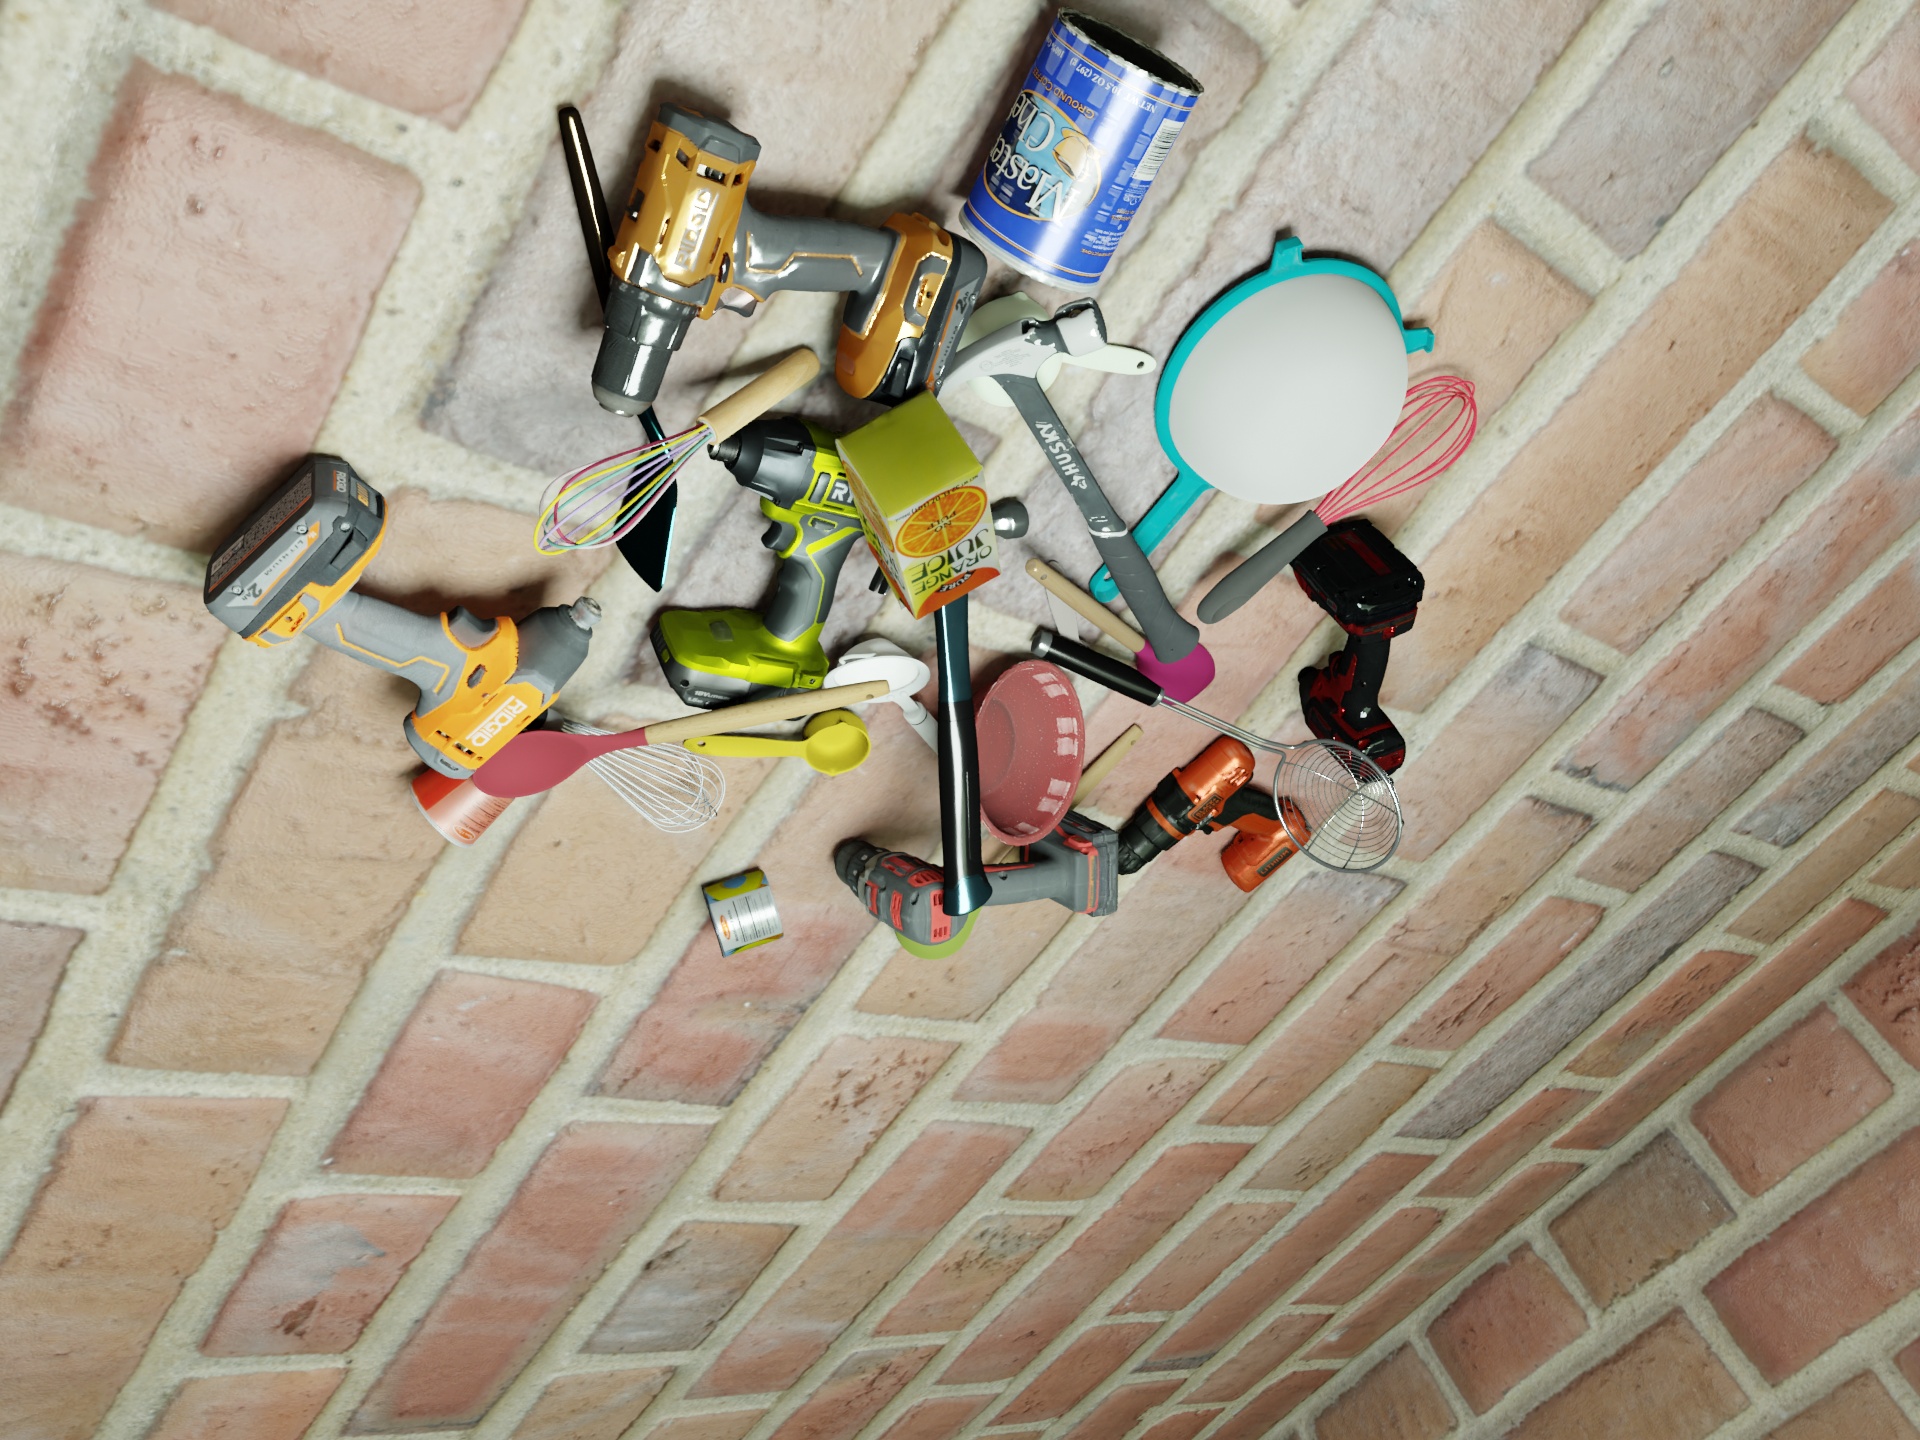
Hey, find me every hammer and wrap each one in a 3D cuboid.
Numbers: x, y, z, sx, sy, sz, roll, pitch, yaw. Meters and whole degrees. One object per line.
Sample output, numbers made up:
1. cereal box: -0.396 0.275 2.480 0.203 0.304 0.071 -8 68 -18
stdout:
1. hammer: -0.002 -0.004 1.264 0.128 0.033 0.331 -9 106 -23
2. hammer: 0.101 -0.157 1.221 0.149 0.036 0.408 -15 145 19

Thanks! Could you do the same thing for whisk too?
1. whisk: 0.314 -0.180 1.329 0.296 0.073 0.073 -40 138 6
2. whisk: -0.295 0.017 1.233 0.070 0.070 0.284 -43 132 17
3. whisk: -0.179 -0.179 1.030 0.245 0.051 0.047 -42 131 -30

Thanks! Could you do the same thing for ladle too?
1. ladle: -0.206 0.006 1.174 0.315 0.031 0.069 -11 143 4
2. ladle: 0.056 0.115 1.536 0.320 0.062 0.078 -47 134 11

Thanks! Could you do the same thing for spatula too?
1. spatula: -0.223 -0.231 1.022 0.044 0.082 0.317 -25 135 -20

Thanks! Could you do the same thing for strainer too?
1. strainer: -0.043 -0.012 1.348 0.087 0.050 0.258 -14 148 17
2. strainer: 0.227 -0.197 1.256 0.210 0.095 0.340 17 124 -39

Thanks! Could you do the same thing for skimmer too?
1. skimmer: 0.220 0.024 1.382 0.363 0.090 0.127 24 139 -16

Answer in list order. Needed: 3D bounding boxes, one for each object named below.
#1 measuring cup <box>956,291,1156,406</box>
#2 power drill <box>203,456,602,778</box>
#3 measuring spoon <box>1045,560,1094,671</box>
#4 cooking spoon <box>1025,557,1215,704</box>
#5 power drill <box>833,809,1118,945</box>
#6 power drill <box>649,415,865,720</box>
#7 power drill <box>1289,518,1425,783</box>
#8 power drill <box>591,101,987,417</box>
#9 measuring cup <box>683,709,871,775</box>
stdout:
1. measuring cup: 0.077 -0.260 1.158 0.167 0.038 0.083 1 131 -26
2. power drill: -0.362 -0.072 1.067 0.164 0.084 0.226 -39 130 11
3. measuring spoon: 0.090 -0.091 1.358 0.034 0.018 0.124 -10 133 9
4. cooking spoon: 0.142 -0.074 1.377 0.068 0.017 0.318 -42 144 14
5. power drill: 0.010 0.135 1.432 0.226 0.188 0.080 -8 105 -28
6. power drill: -0.136 -0.114 1.170 0.171 0.080 0.223 9 124 -34
7. power drill: 0.349 -0.063 1.437 0.078 0.143 0.219 -17 131 -10
8. power drill: -0.114 -0.260 1.002 0.226 0.084 0.185 11 112 -35
9. measuring cup: -0.154 0.014 1.333 0.156 0.029 0.062 2 132 -14
